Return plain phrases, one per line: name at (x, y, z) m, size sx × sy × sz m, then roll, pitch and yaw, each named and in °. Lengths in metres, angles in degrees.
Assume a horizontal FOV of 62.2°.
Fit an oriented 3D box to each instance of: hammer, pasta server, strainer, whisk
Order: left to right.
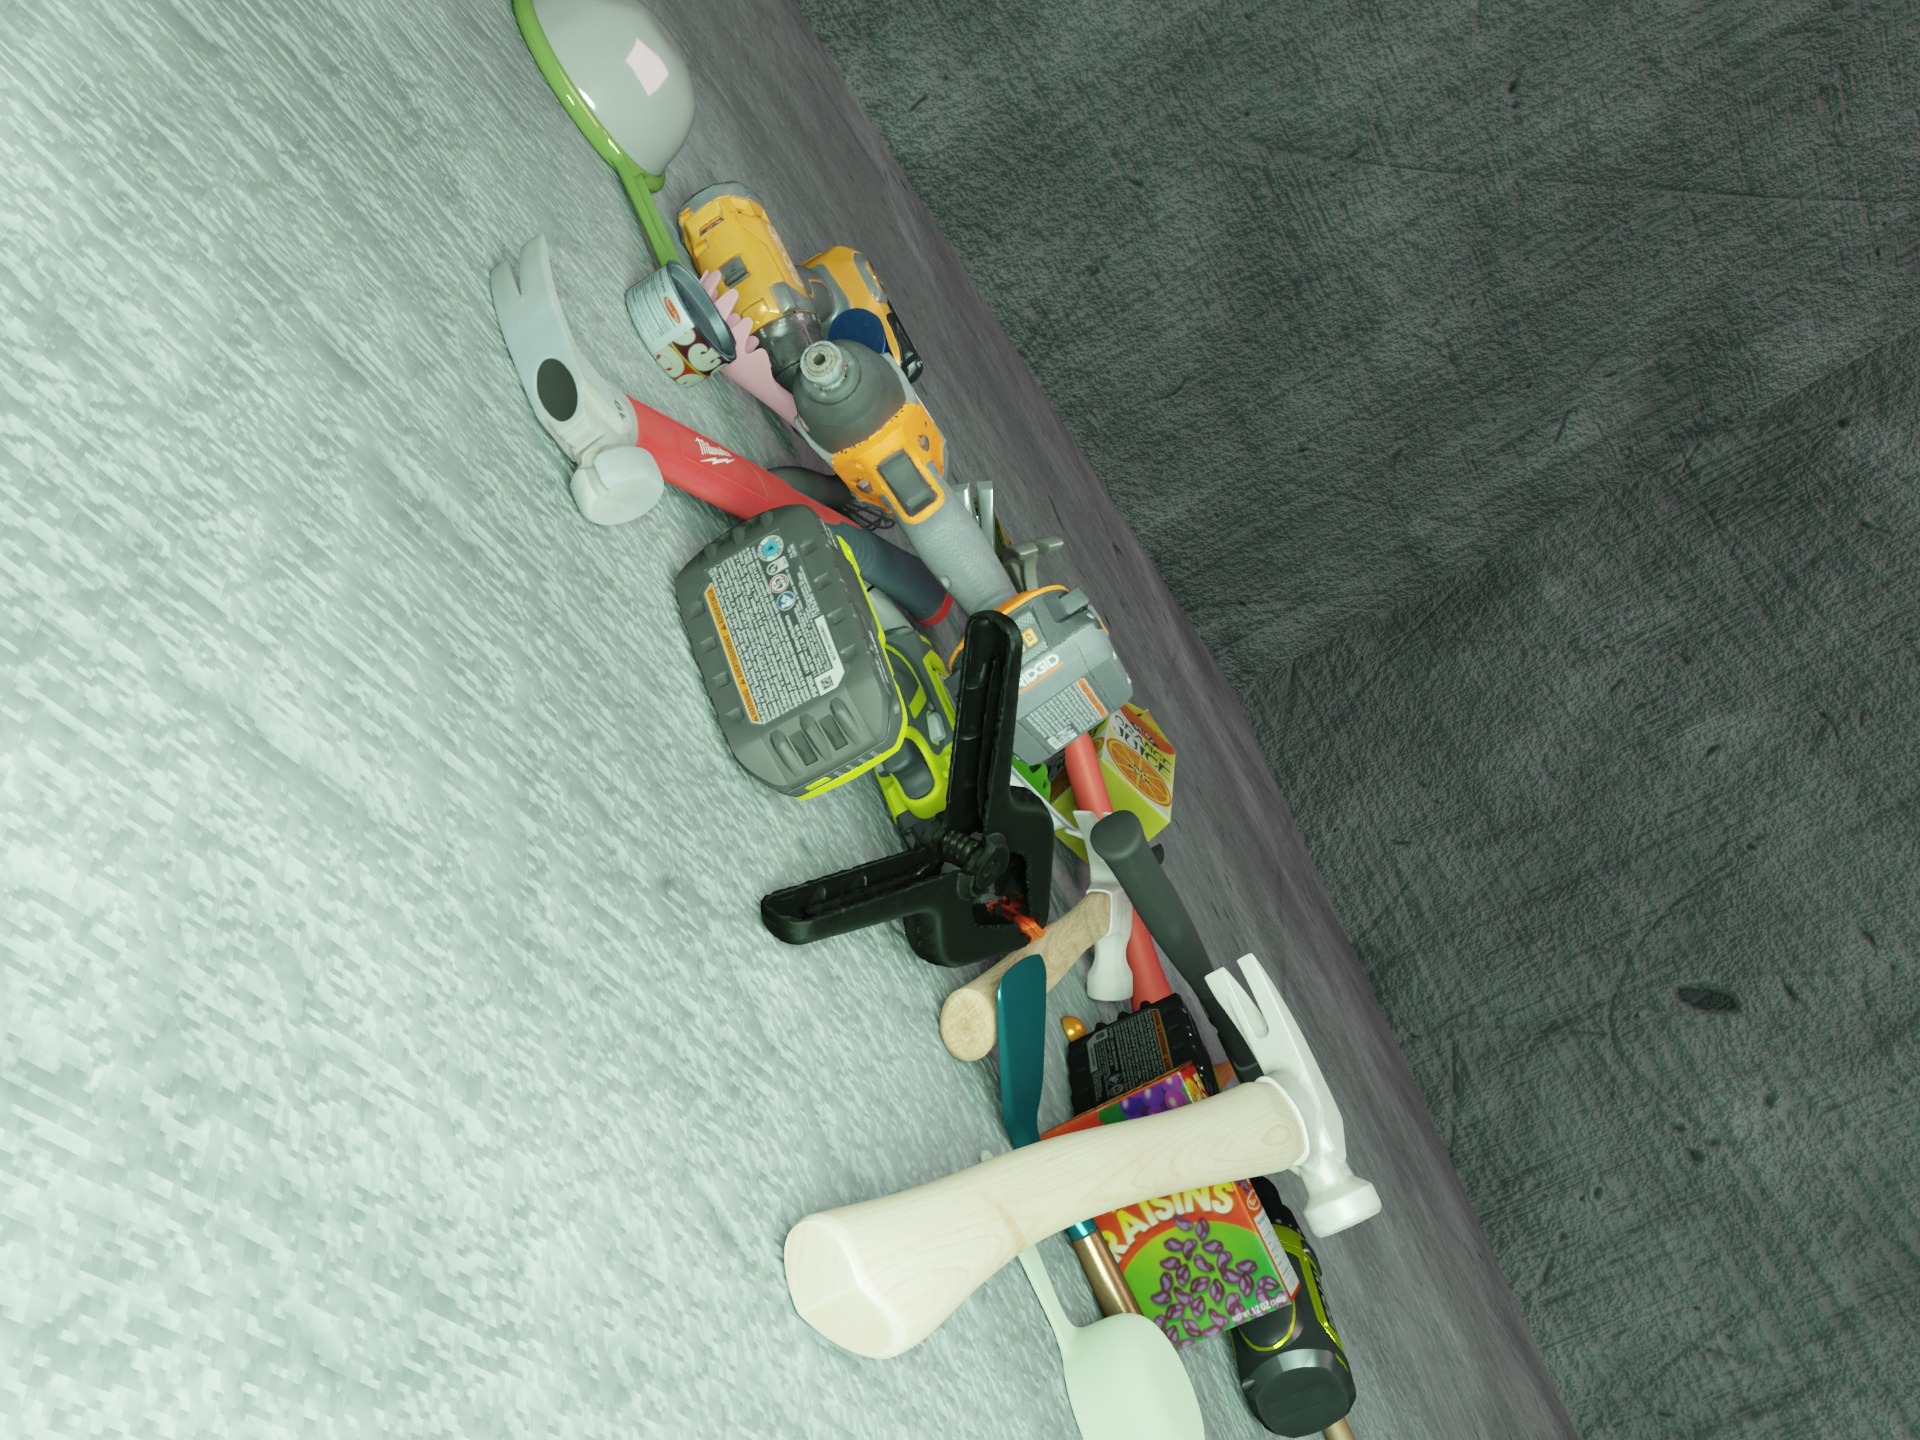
strainer at (-0.199, -0.385, 1.020) m, size 0.257 × 0.069 × 0.151 m, roll 65°, pitch 13°, yaw 24°
hammer at (-0.103, -0.127, 0.863) m, size 0.143 × 0.038 × 0.386 m, roll 64°, pitch 17°, yaw 19°
whisk at (-0.080, -0.151, 1.040) m, size 0.055 × 0.055 × 0.239 m, roll 61°, pitch 17°, yaw 1°
pasta server at (-0.058, -0.159, 0.954) m, size 0.316 × 0.040 × 0.060 m, roll 43°, pitch -8°, yaw 14°
hammer at (-0.020, -0.168, 1.093) m, size 0.405 × 0.035 × 0.144 m, roll 54°, pitch 30°, yaw -71°
strainer at (-0.002, -0.003, 1.042) m, size 0.258 × 0.050 × 0.087 m, roll 53°, pitch -2°, yaw -10°
hammer at (0.054, 0.130, 0.913) m, size 0.331 × 0.031 × 0.130 m, roll -13°, pitch 104°, yaw -71°
hammer at (0.092, 0.050, 1.107) m, size 0.149 × 0.036 × 0.359 m, roll 166°, pitch -93°, yaw -83°
hammer at (0.066, 0.182, 0.682) m, size 0.410 × 0.038 × 0.146 m, roll 7°, pitch 54°, yaw -55°
hammer at (0.153, 0.163, 1.021) m, size 0.334 × 0.035 × 0.146 m, roll 56°, pitch 8°, yaw -46°

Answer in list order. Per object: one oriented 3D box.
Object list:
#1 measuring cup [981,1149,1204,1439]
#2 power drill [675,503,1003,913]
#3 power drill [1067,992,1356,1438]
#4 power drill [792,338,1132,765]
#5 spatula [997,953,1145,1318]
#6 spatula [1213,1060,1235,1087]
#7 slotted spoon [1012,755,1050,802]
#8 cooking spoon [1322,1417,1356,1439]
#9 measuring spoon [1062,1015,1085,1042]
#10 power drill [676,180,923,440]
measuring cup at (0.060, 0.263, 0.710) m, size 0.167 × 0.038 × 0.083 m, roll 64°, pitch 13°, yaw 2°
power drill at (-0.042, 0.003, 0.796) m, size 0.223 × 0.080 × 0.171 m, roll 44°, pitch 20°, yaw -61°
power drill at (0.151, 0.280, 0.947) m, size 0.228 × 0.080 × 0.191 m, roll 59°, pitch 10°, yaw -19°
power drill at (-0.009, -0.096, 0.825) m, size 0.227 × 0.084 × 0.164 m, roll 56°, pitch 5°, yaw 16°
spatula at (0.081, 0.269, 0.770) m, size 0.317 × 0.044 × 0.082 m, roll 64°, pitch 16°, yaw 7°
spatula at (0.187, 0.267, 1.185) m, size 0.081 × 0.041 × 0.322 m, roll 43°, pitch 6°, yaw 17°
slotted spoon at (0.061, 0.017, 1.268) m, size 0.070 × 0.031 × 0.314 m, roll 61°, pitch 11°, yaw -5°
cooking spoon at (0.234, 0.435, 1.058) m, size 0.068 × 0.017 × 0.319 m, roll 33°, pitch 31°, yaw -63°
measuring spoon at (0.095, 0.219, 0.999) m, size 0.116 × 0.011 × 0.021 m, roll 51°, pitch 16°, yaw -36°
power drill at (-0.103, -0.276, 1.148) m, size 0.185 × 0.084 × 0.226 m, roll 63°, pitch 17°, yaw 6°
